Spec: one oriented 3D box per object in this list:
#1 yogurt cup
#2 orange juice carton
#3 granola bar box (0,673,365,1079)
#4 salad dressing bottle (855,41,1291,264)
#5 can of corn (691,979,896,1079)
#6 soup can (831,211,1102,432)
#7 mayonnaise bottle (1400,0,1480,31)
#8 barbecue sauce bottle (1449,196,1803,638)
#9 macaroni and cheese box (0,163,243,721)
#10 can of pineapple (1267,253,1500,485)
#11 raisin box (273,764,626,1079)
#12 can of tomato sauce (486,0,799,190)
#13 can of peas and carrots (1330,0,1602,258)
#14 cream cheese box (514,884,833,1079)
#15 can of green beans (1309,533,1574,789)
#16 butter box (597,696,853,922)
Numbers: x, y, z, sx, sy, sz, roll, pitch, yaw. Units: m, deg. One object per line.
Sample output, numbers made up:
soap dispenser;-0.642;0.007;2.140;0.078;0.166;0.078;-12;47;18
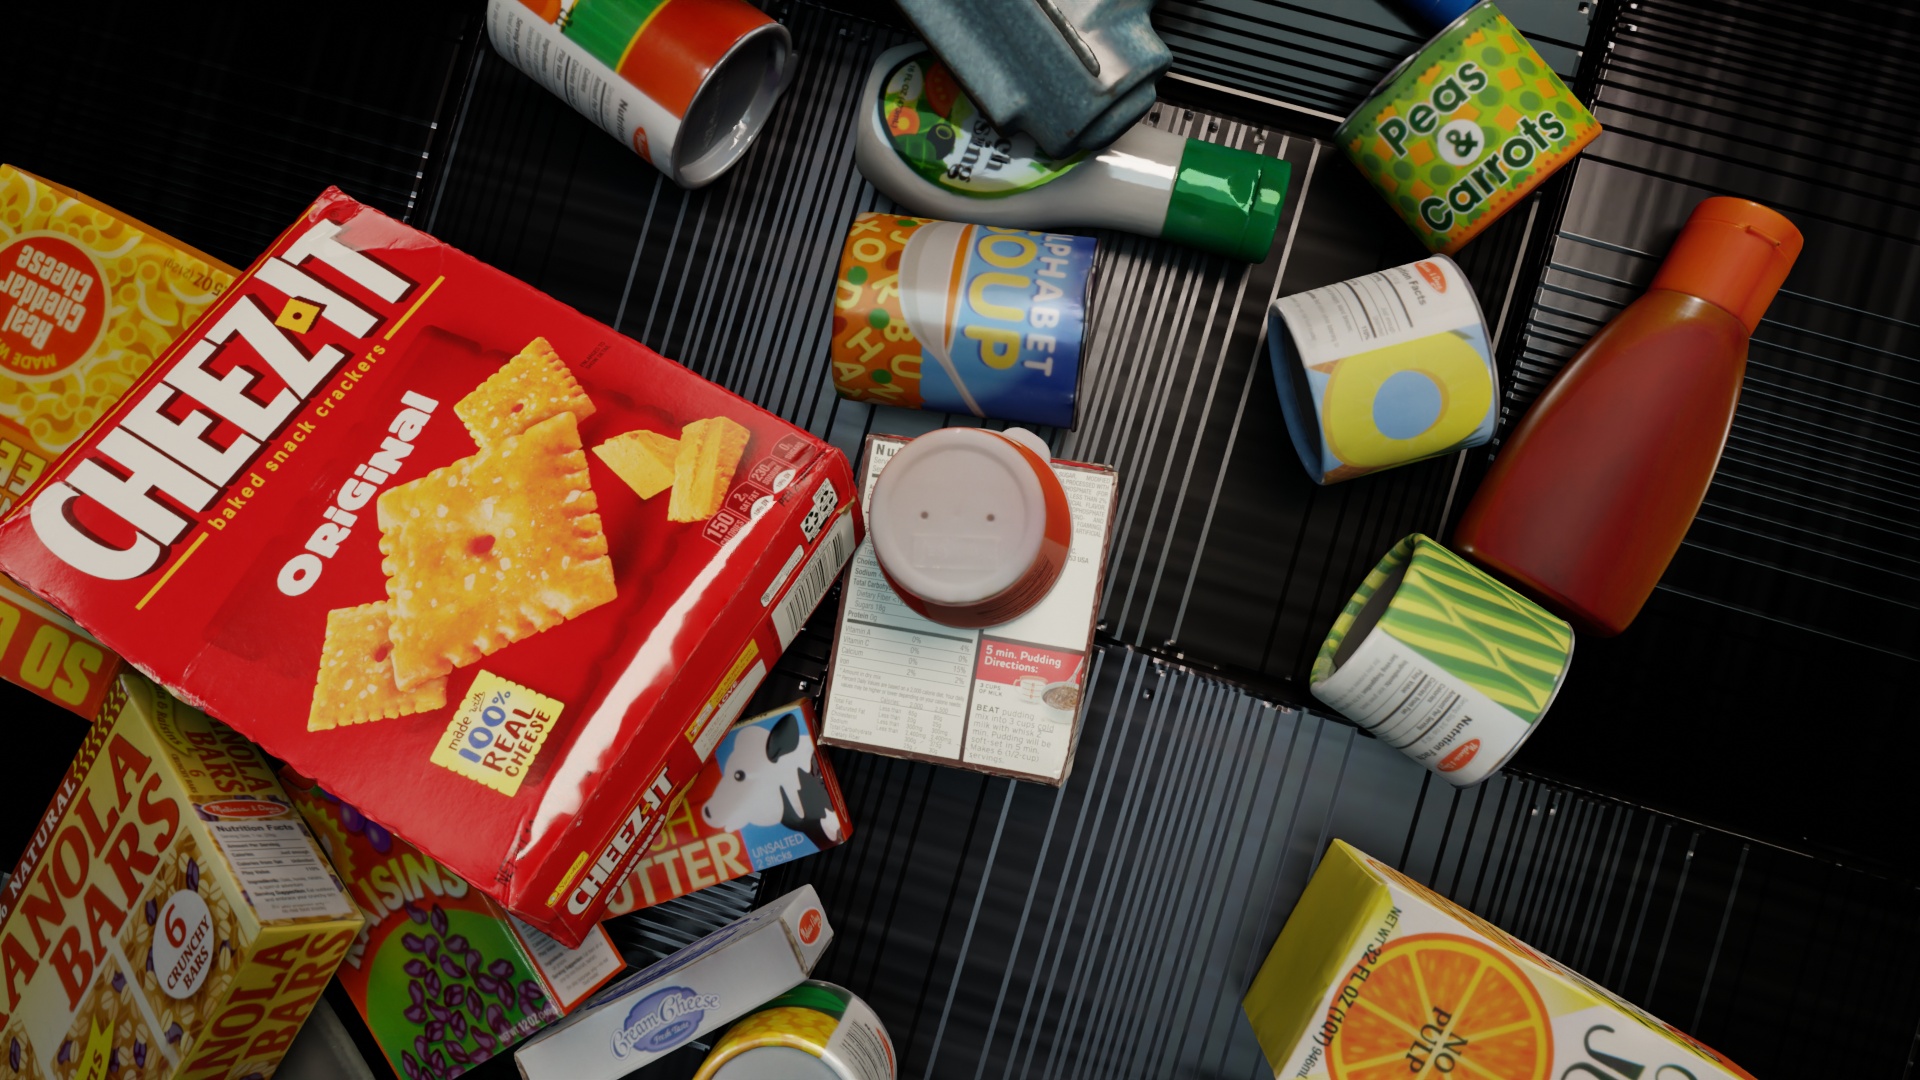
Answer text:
yogurt cup;0.002;-0.006;0.443;0.072;0.054;0.072;0;86;5
orange juice carton;0.197;0.181;0.453;0.193;0.073;0.072;29;91;4
granola bar box;-0.278;0.148;0.467;0.124;0.039;0.165;41;103;31
salad dressing bottle;0.039;-0.133;0.487;0.148;0.044;0.064;15;84;4
can of corn;-0.060;0.194;0.478;0.071;0.058;0.071;0;88;4
soup can;0.003;-0.076;0.474;0.084;0.071;0.071;8;89;4
mayonnaise bottle;0.125;-0.236;0.485;0.148;0.041;0.064;39;93;5
barbecue sauce bottle;0.231;-0.044;0.472;0.065;0.043;0.148;31;90;4
macaroni and cheese box;-0.324;-0.035;0.511;0.124;0.040;0.166;26;90;5
can of pineapple;0.141;-0.055;0.468;0.058;0.071;0.071;-15;88;4
raisin box;-0.186;0.121;0.484;0.086;0.040;0.123;-34;86;26
can of tomato sauce;-0.110;-0.176;0.488;0.083;0.071;0.071;36;91;5
can of peas and carrots;0.168;-0.136;0.465;0.071;0.071;0.059;-40;87;2
cream cheese box;-0.097;0.158;0.484;0.104;0.053;0.024;-28;85;3
can of green beans;0.158;0.039;0.463;0.058;0.071;0.071;33;91;5
butter box;-0.095;0.098;0.500;0.103;0.024;0.053;-19;87;3
